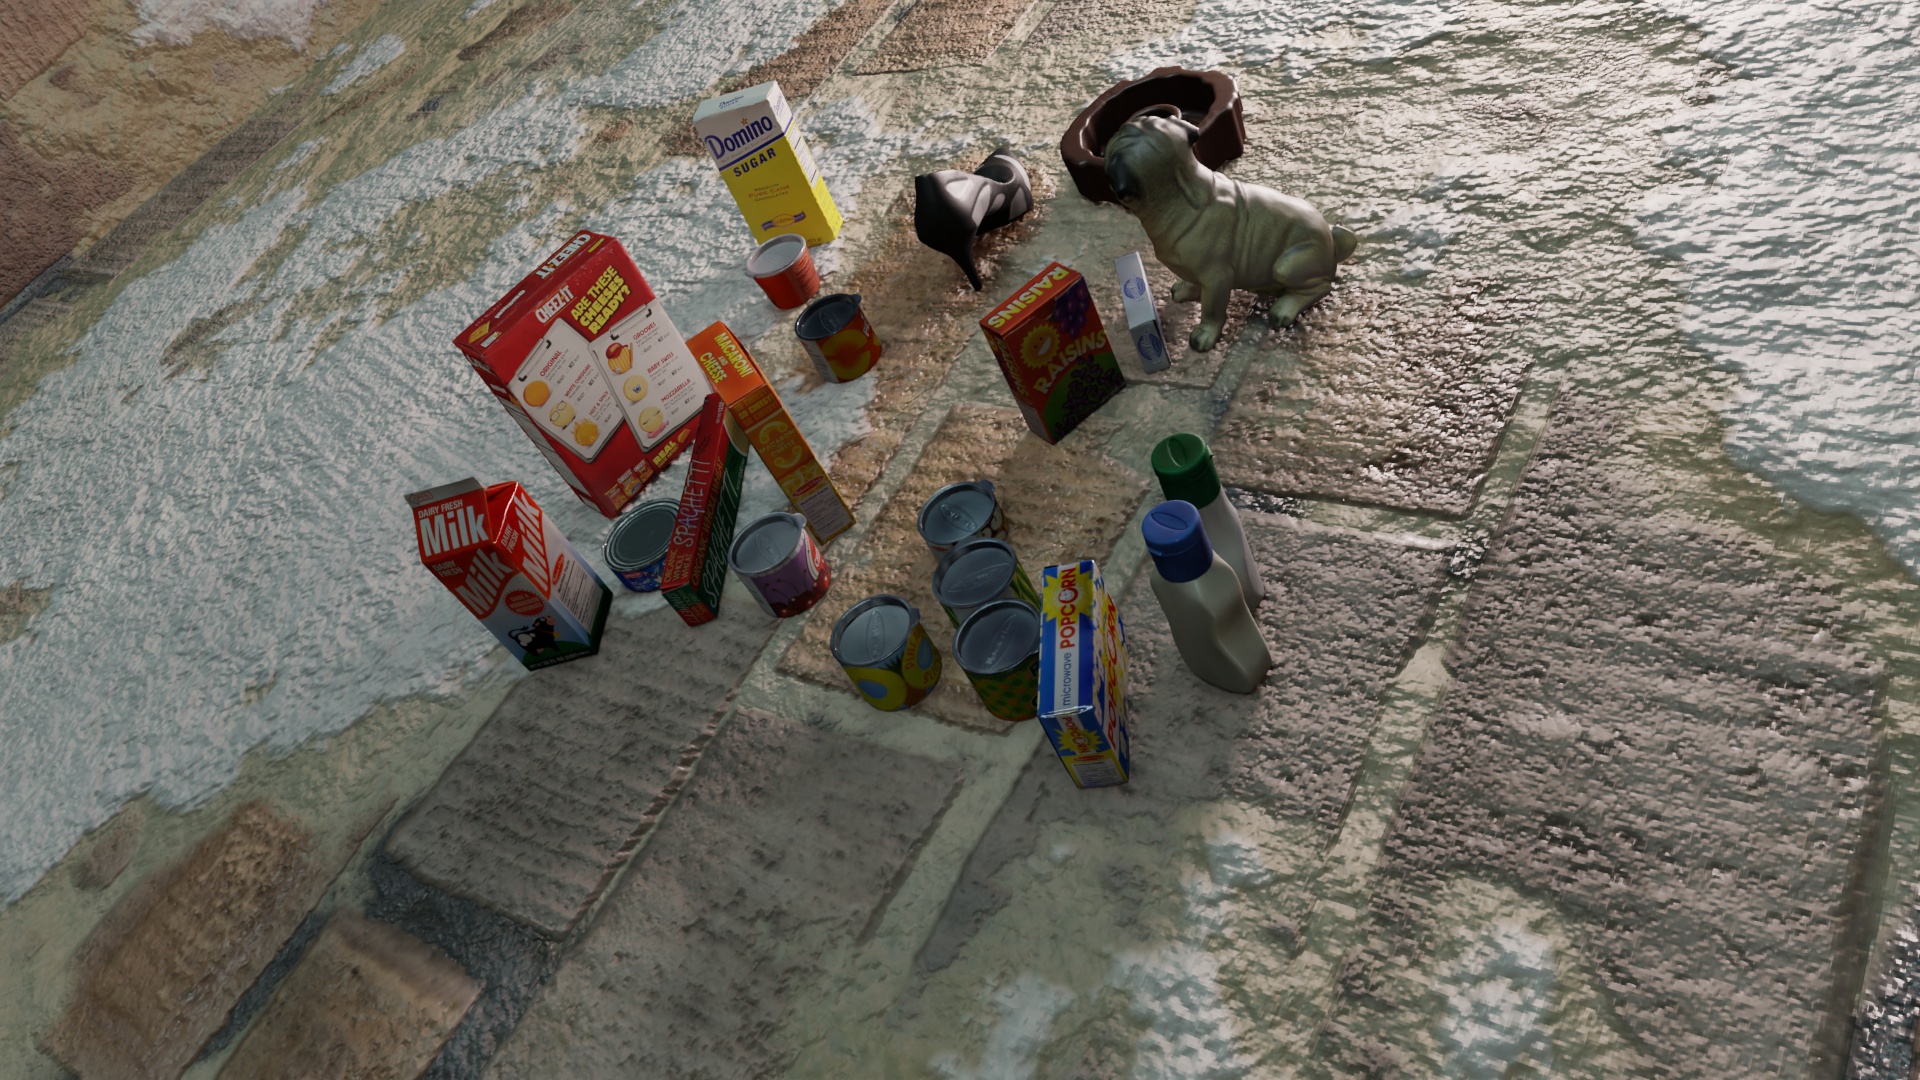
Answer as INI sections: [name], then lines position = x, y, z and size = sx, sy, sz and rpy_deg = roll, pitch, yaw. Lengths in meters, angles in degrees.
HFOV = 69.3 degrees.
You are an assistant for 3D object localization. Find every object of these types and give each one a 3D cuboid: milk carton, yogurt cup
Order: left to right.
[milk carton]
position = -0.376, 0.019, 1.156
size = 0.072, 0.189, 0.074
rpy_deg = -14, 44, 17
[yogurt cup]
position = -0.182, -0.278, 1.446
size = 0.072, 0.053, 0.073
rpy_deg = -15, 43, 15

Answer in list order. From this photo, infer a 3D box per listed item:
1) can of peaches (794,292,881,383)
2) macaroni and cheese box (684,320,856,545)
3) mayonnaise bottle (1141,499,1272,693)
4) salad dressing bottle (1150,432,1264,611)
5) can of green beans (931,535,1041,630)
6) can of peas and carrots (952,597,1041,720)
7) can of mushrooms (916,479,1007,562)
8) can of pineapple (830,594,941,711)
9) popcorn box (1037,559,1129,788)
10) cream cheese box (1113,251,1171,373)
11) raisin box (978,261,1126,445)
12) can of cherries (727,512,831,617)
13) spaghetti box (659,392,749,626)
[can of peaches]
position = -0.114, -0.193, 1.323
size = 0.071, 0.057, 0.071
rpy_deg = -15, 43, 15
[macaroni and cheese box]
position = -0.158, -0.091, 1.164
size = 0.040, 0.165, 0.124
rpy_deg = -34, 42, -5
[mayonnaise bottle]
position = 0.153, 0.036, 0.883
size = 0.065, 0.147, 0.041
rpy_deg = 26, 65, 43
[salad dressing bottle]
position = 0.164, -0.009, 0.922
size = 0.044, 0.147, 0.064
rpy_deg = -22, 42, 8
[can of green beans]
position = 0.020, 0.041, 1.018
size = 0.071, 0.057, 0.071
rpy_deg = -15, 43, 15
[can of peas and carrots]
position = 0.037, 0.083, 0.966
size = 0.071, 0.058, 0.071
rpy_deg = -15, 43, 15
[can of mushrooms]
position = 0.004, -0.014, 1.099
size = 0.071, 0.033, 0.071
rpy_deg = -15, 43, 15
[can of pineapple]
position = -0.052, 0.082, 1.016
size = 0.071, 0.057, 0.071
rpy_deg = -15, 43, 15
[popcorn box]
position = 0.082, 0.087, 0.918
size = 0.038, 0.085, 0.127
rpy_deg = -12, 44, 18
[cream cheese box]
position = 0.154, -0.194, 1.181
size = 0.024, 0.053, 0.104
rpy_deg = -18, 43, 13
[raisin box]
position = 0.076, -0.151, 1.128
size = 0.086, 0.123, 0.040
rpy_deg = -39, 42, -11
[can of cherries]
position = -0.144, 0.019, 1.128
size = 0.071, 0.058, 0.072
rpy_deg = -15, 43, 15
[spaghetti box]
position = -0.222, -0.034, 1.230
size = 0.028, 0.050, 0.251
rpy_deg = -15, 43, 16
